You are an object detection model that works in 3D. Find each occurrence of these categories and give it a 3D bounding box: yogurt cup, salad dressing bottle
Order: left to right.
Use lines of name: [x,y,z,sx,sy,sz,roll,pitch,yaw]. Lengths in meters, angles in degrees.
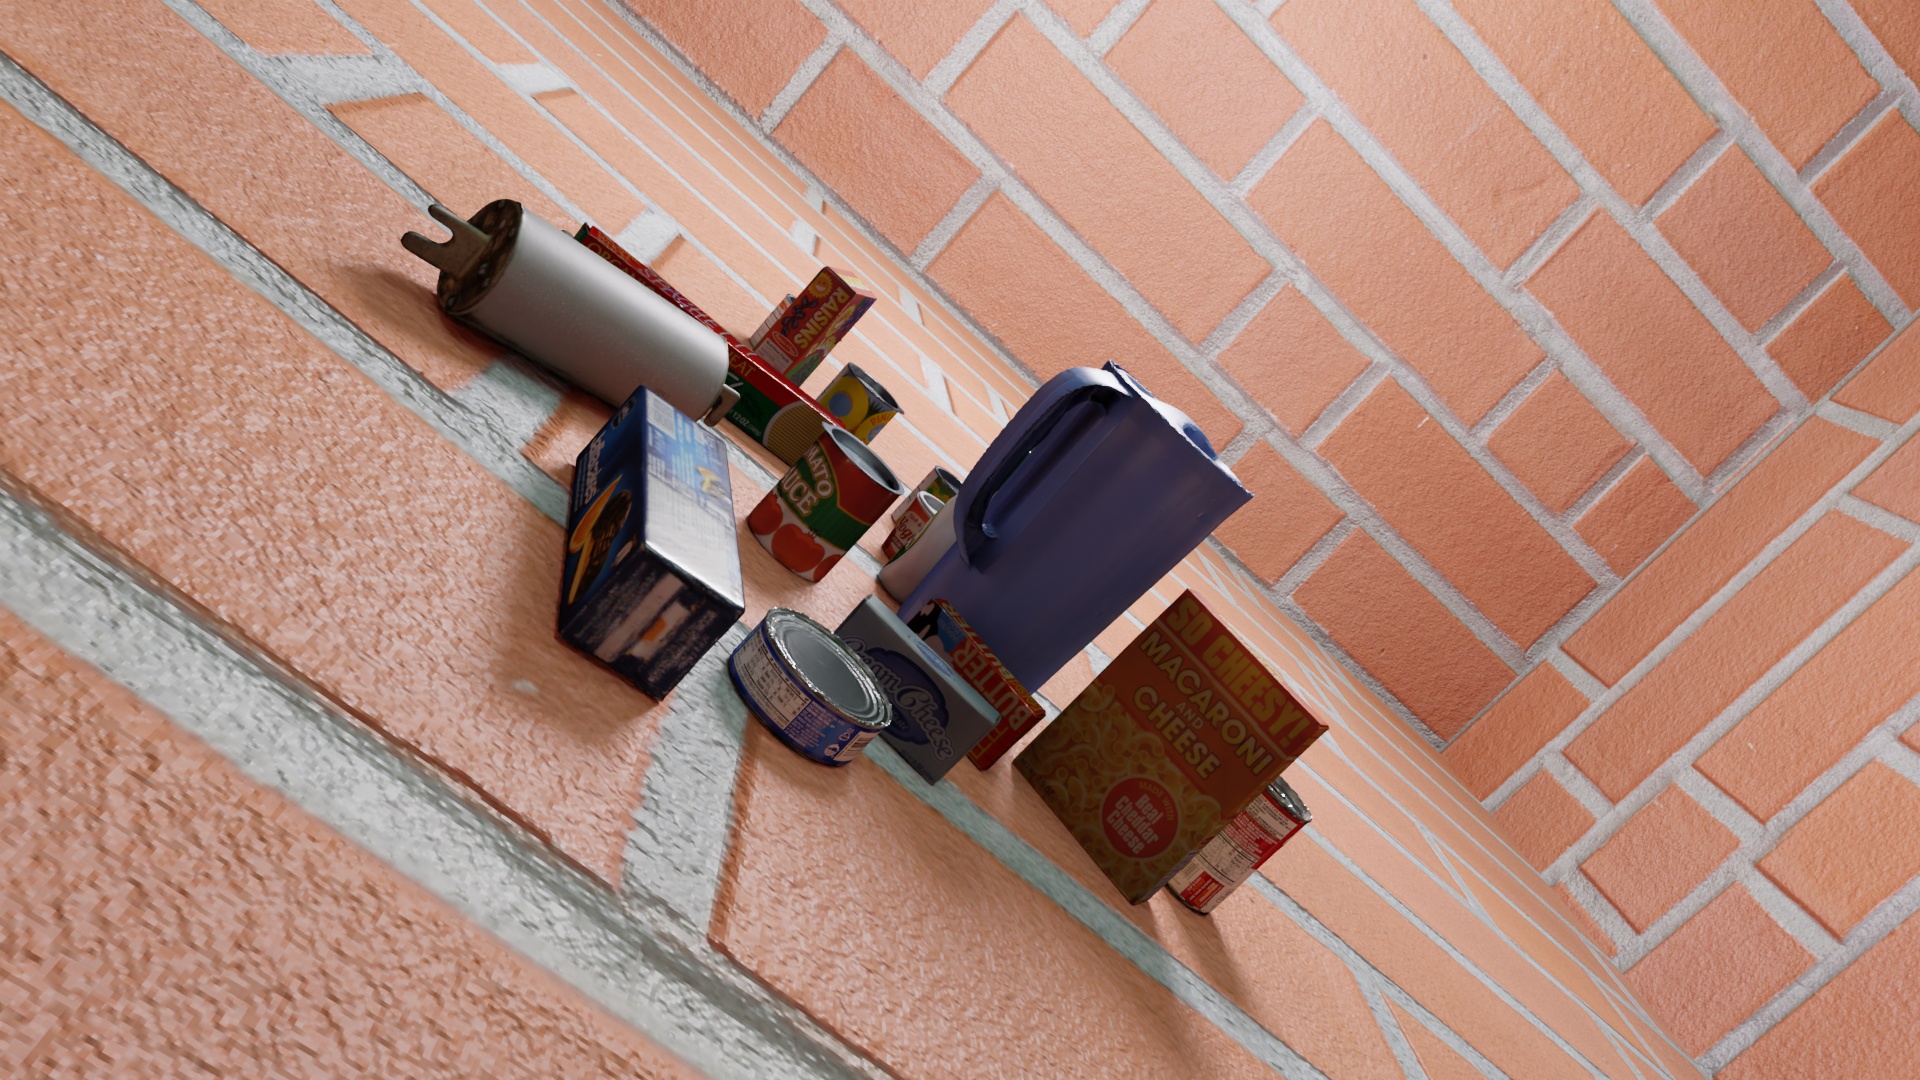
yogurt cup: [-0.025,0.002,1.106,0.072,0.054,0.072,41,12,-10]
salad dressing bottle: [0.004,-0.013,1.022,0.044,0.147,0.064,45,11,7]

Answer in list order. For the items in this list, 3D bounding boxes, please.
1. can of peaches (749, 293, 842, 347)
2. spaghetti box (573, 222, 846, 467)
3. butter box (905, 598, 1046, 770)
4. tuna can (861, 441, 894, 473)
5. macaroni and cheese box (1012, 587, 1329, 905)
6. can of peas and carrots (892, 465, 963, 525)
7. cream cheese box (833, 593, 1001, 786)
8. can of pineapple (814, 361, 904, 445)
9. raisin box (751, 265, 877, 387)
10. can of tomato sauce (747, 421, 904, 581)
can of peaches: [-0.159,-0.193,1.339,0.071,0.058,0.071,41,12,-10]
spaghetti box: [-0.195,-0.139,1.049,0.249,0.050,0.029,38,12,-25]
butter box: [0.001,0.091,0.883,0.103,0.053,0.024,47,12,18]
tuna can: [-0.087,-0.057,1.162,0.071,0.032,0.071,41,12,-10]
macaroni and cheese box: [0.134,0.132,0.900,0.124,0.166,0.040,48,12,22]
can of peas and carrots: [-0.015,-0.021,1.209,0.071,0.058,0.071,41,12,-10]
cream cheese box: [-0.033,0.085,0.790,0.104,0.053,0.024,44,11,1]
can of pineapple: [-0.097,-0.122,1.293,0.071,0.057,0.071,41,12,-10]
raisin box: [-0.134,-0.182,1.220,0.040,0.123,0.086,44,11,3]
can of tomato sauce: [-0.090,-0.025,0.912,0.071,0.083,0.071,41,11,-10]
